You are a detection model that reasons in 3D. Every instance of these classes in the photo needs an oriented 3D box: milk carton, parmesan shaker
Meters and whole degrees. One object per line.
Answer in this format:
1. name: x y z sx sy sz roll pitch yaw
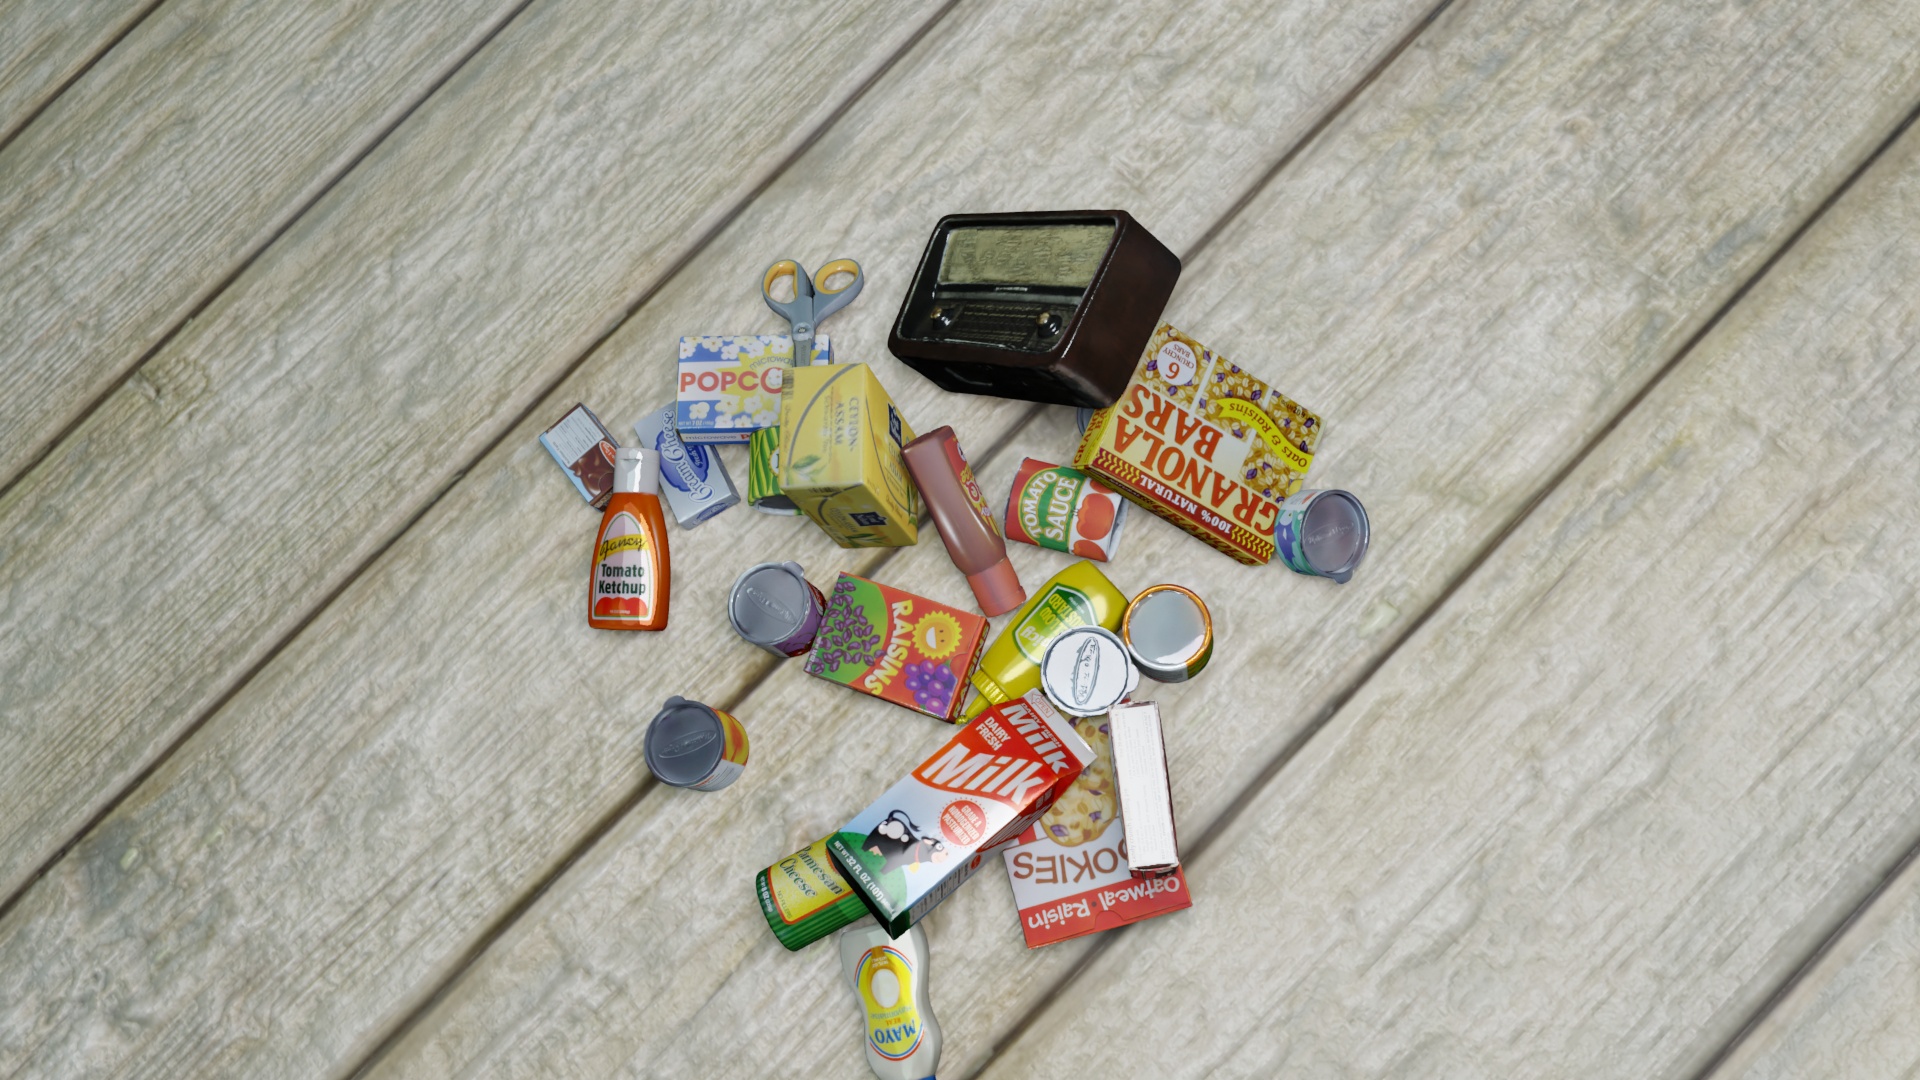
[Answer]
1. milk carton: 0.004 0.185 0.973 0.191 0.073 0.072 -37 69 -17
2. parmesan shaker: -0.091 0.254 1.028 0.103 0.071 0.071 -28 71 2

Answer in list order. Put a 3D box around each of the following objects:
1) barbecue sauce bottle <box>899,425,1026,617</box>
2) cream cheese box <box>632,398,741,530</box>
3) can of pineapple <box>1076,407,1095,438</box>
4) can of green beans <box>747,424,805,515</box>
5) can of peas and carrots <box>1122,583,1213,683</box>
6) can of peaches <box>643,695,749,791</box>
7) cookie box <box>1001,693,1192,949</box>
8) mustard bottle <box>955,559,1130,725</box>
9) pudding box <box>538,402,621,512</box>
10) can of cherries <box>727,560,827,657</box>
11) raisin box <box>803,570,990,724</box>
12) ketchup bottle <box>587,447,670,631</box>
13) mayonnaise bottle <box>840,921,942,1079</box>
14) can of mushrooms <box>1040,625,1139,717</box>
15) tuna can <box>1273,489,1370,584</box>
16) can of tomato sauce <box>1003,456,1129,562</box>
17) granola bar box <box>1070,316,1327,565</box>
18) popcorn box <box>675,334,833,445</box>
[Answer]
1. barbecue sauce bottle: 0.004 -0.013 1.070 0.043 0.065 0.148 -24 98 12
2. cream cheese box: -0.231 -0.065 1.169 0.053 0.024 0.104 -30 71 3
3. can of pineapple: 0.128 -0.089 1.088 0.071 0.057 0.071 -3 75 10
4. can of green beans: -0.139 -0.056 1.126 0.071 0.071 0.058 -3 75 10
5. can of peas and carrots: 0.156 0.068 1.038 0.071 0.058 0.071 -3 75 10
6. can of peaches: -0.205 0.159 1.083 0.071 0.058 0.071 -3 74 11
7. cookie box: 0.087 0.202 1.023 0.123 0.040 0.168 -17 72 5
8. mustard bottle: 0.056 0.087 1.057 0.160 0.048 0.065 -44 72 -3
9. pudding box: -0.315 -0.071 1.183 0.050 0.030 0.084 -41 71 -3
10. can of cherries: -0.141 0.054 1.100 0.071 0.058 0.071 -3 74 11
11. raisin box: -0.049 0.083 1.084 0.123 0.040 0.086 17 78 14
12. ketchup bottle: -0.268 0.000 1.135 0.065 0.043 0.149 1 84 8
13. mayonnaise bottle: -0.044 0.352 1.006 0.065 0.041 0.148 -15 72 5
14. can of mushrooms: 0.094 0.096 1.010 0.071 0.033 0.071 -1 81 4
15. tuna can: 0.269 -0.003 1.033 0.071 0.033 0.071 -1 93 -26
16. can of tomato sauce: 0.083 -0.023 1.072 0.083 0.071 0.071 14 78 14
17. granola bar box: 0.181 -0.072 1.038 0.165 0.039 0.124 28 80 -17
18. popcorn box: -0.170 -0.125 1.152 0.127 0.038 0.085 -1 70 -1
